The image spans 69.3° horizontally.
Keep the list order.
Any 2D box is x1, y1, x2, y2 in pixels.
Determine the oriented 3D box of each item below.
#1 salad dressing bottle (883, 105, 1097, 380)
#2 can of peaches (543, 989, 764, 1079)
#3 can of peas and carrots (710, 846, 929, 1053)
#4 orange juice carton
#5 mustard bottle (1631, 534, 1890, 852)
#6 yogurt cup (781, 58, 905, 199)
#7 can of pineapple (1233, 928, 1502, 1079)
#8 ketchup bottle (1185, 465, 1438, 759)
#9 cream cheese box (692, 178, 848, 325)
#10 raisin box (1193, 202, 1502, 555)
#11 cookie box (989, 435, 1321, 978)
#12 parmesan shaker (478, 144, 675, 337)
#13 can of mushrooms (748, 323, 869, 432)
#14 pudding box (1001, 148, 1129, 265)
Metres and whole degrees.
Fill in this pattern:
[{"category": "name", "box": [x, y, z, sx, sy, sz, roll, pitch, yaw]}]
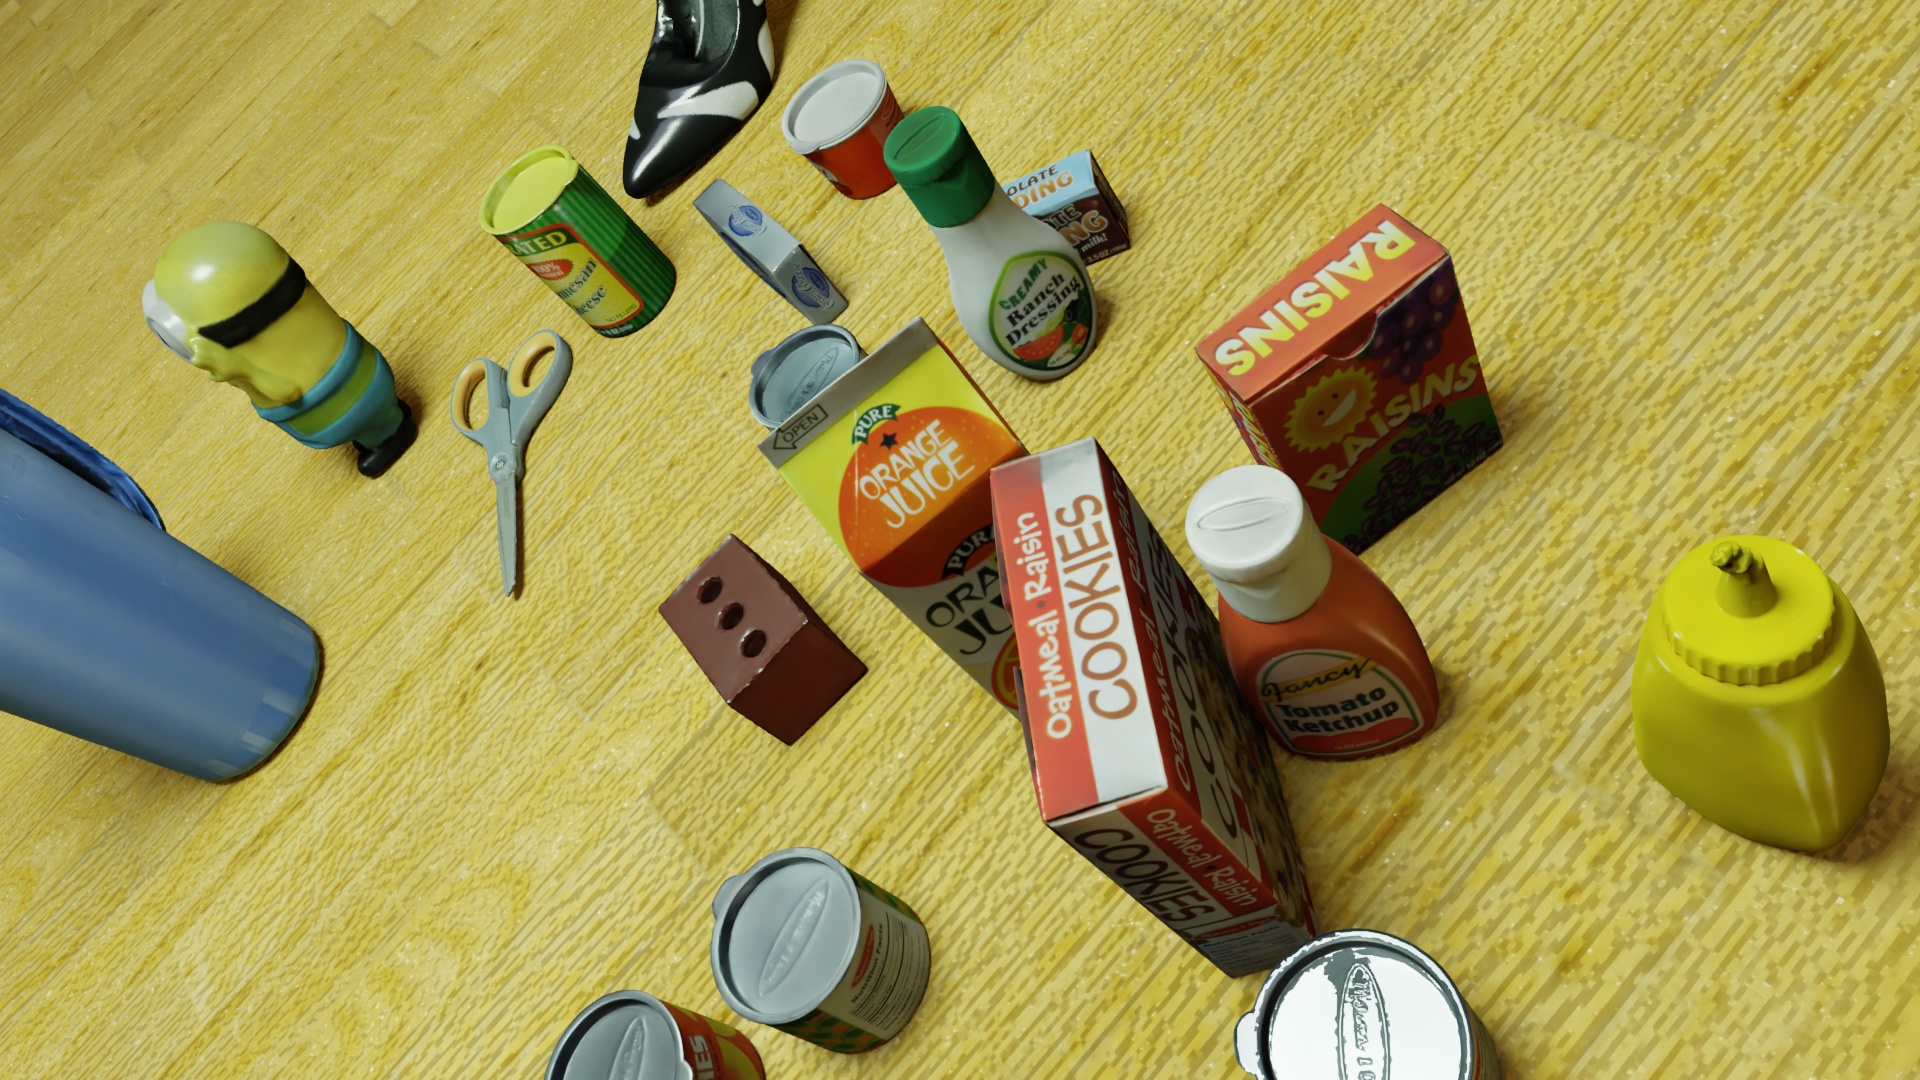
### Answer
[{"category": "salad dressing bottle", "box": [0.015, -0.132, 0.633, 0.064, 0.147, 0.044, -42, 49, 1]}, {"category": "can of peaches", "box": [-0.117, 0.216, 0.541, 0.071, 0.058, 0.071, -15, 54, 22]}, {"category": "can of peas and carrots", "box": [-0.055, 0.160, 0.541, 0.071, 0.058, 0.071, -15, 54, 22]}, {"category": "orange juice carton", "box": [0.002, -0.007, 0.528, 0.072, 0.192, 0.073, -38, 49, 4]}, {"category": "mustard bottle", "box": [0.224, 0.039, 0.390, 0.065, 0.159, 0.049, 26, 76, 39]}, {"category": "yogurt cup", "box": [-0.062, -0.237, 0.808, 0.072, 0.053, 0.073, -15, 54, 22]}, {"category": "can of pineapple", "box": [0.129, 0.161, 0.433, 0.071, 0.057, 0.071, -15, 54, 22]}, {"category": "ketchup bottle", "box": [0.116, 0.027, 0.468, 0.064, 0.148, 0.044, -15, 54, 22]}, {"category": "cream cheese box", "box": [-0.108, -0.163, 0.787, 0.024, 0.053, 0.104, -45, 49, -2]}, {"category": "raisin box", "box": [0.148, -0.052, 0.519, 0.086, 0.123, 0.040, -37, 49, 4]}, {"category": "cookie box", "box": [0.067, 0.061, 0.463, 0.040, 0.167, 0.123, -21, 52, 17]}, {"category": "parmesan shaker", "box": [-0.224, -0.177, 0.831, 0.071, 0.103, 0.071, -15, 54, 22]}, {"category": "can of mushrooms", "box": [-0.076, -0.078, 0.726, 0.071, 0.033, 0.071, -15, 54, 22]}, {"category": "pudding box", "box": [0.038, -0.157, 0.701, 0.083, 0.049, 0.030, -19, 53, 19]}]
